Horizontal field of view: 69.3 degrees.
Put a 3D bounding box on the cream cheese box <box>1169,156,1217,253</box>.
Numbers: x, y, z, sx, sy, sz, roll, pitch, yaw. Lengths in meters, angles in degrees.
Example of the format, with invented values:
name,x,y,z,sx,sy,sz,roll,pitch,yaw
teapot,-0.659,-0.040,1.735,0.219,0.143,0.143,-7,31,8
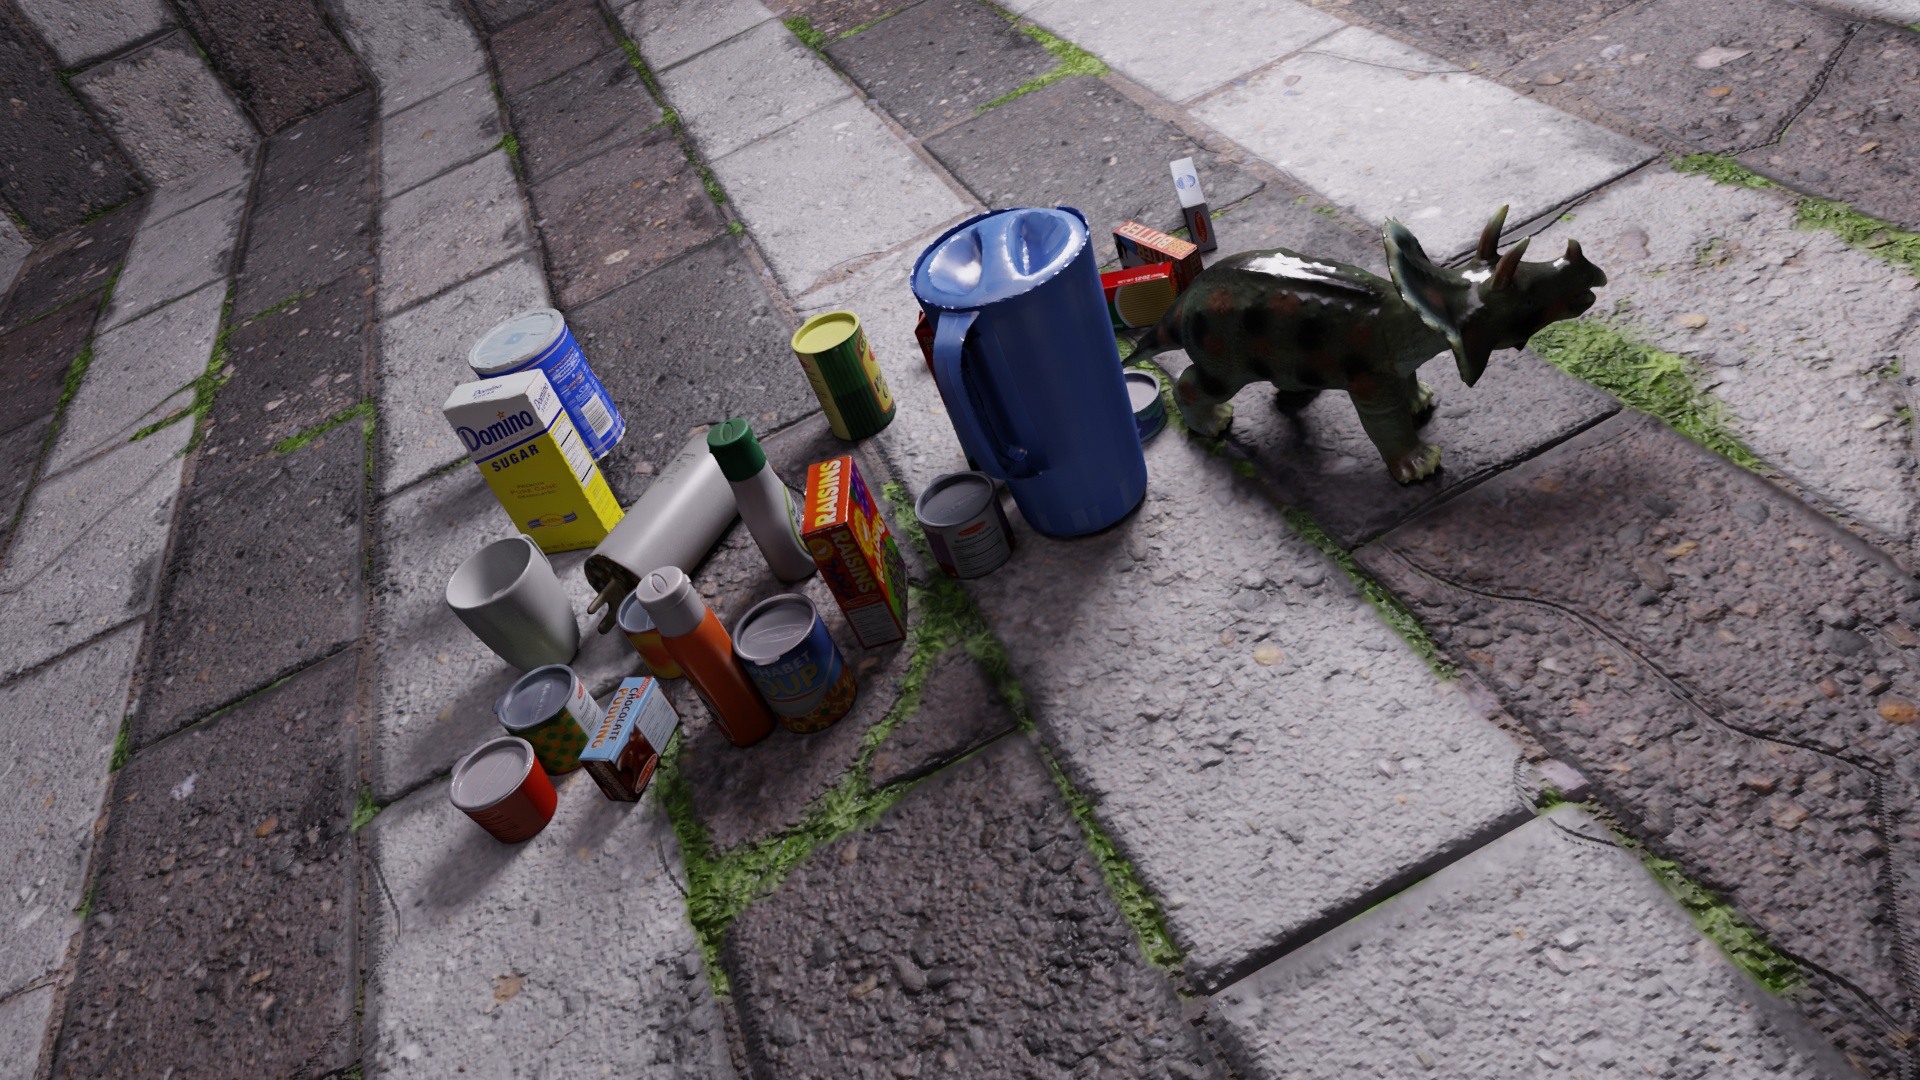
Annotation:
name,x,y,z,sx,sy,sz,roll,pitch,yaw
cream cheese box,0.229,-0.331,1.369,0.024,0.053,0.104,-15,38,11

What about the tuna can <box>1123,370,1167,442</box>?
name,x,y,z,sx,sy,sz,roll,pitch,yaw
tuna can,0.137,-0.110,1.169,0.071,0.032,0.071,-14,38,12

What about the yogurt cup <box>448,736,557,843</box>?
name,x,y,z,sx,sy,sz,roll,pitch,yaw
yogurt cup,-0.339,0.189,1.041,0.072,0.053,0.073,-14,38,12

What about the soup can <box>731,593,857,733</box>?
name,x,y,z,sx,sy,sz,roll,pitch,yaw
soup can,-0.121,0.093,1.019,0.071,0.083,0.072,-14,38,12

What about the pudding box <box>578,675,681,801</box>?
name,x,y,z,sx,sy,sz,roll,pitch,yaw
pudding box,-0.248,0.148,1.046,0.030,0.049,0.084,-4,41,24

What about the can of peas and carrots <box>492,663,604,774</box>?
name,x,y,z,sx,sy,sz,roll,pitch,yaw
can of peas and carrots,-0.319,0.141,1.086,0.071,0.058,0.071,-14,38,12

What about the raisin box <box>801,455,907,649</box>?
name,x,y,z,sx,sy,sz,roll,pitch,yaw
raisin box,-0.080,0.009,1.066,0.040,0.123,0.086,-15,38,11

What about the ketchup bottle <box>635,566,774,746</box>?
name,x,y,z,sx,sy,sz,roll,pitch,yaw
ketchup bottle,-0.186,0.083,1.012,0.043,0.148,0.065,-33,38,-12

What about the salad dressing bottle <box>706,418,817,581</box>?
name,x,y,z,sx,sy,sz,roll,pitch,yaw
salad dressing bottle,-0.161,-0.032,1.137,0.044,0.147,0.064,-20,38,5

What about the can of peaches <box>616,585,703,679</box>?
name,x,y,z,sx,sy,sz,roll,pitch,yaw
can of peaches,-0.234,0.070,1.127,0.071,0.057,0.071,-14,38,12

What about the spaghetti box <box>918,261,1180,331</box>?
name,x,y,z,sx,sy,sz,roll,pitch,yaw
spaghetti box,0.081,-0.213,1.308,0.250,0.050,0.029,-7,40,20

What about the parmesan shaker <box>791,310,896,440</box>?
name,x,y,z,sx,sy,sz,roll,pitch,yaw
parmesan shaker,-0.108,-0.154,1.292,0.071,0.102,0.072,-15,38,12

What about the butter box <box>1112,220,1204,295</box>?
name,x,y,z,sx,sy,sz,roll,pitch,yaw
butter box,0.188,-0.263,1.309,0.024,0.053,0.104,-36,39,-15

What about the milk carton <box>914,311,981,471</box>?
name,x,y,z,sx,sy,sz,roll,pitch,yaw
milk carton,0.020,-0.154,1.154,0.073,0.189,0.073,-5,41,23

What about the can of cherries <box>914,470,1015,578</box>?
name,x,y,z,sx,sy,sz,roll,pitch,yaw
can of cherries,0.004,-0.014,1.102,0.071,0.058,0.072,-14,38,12
